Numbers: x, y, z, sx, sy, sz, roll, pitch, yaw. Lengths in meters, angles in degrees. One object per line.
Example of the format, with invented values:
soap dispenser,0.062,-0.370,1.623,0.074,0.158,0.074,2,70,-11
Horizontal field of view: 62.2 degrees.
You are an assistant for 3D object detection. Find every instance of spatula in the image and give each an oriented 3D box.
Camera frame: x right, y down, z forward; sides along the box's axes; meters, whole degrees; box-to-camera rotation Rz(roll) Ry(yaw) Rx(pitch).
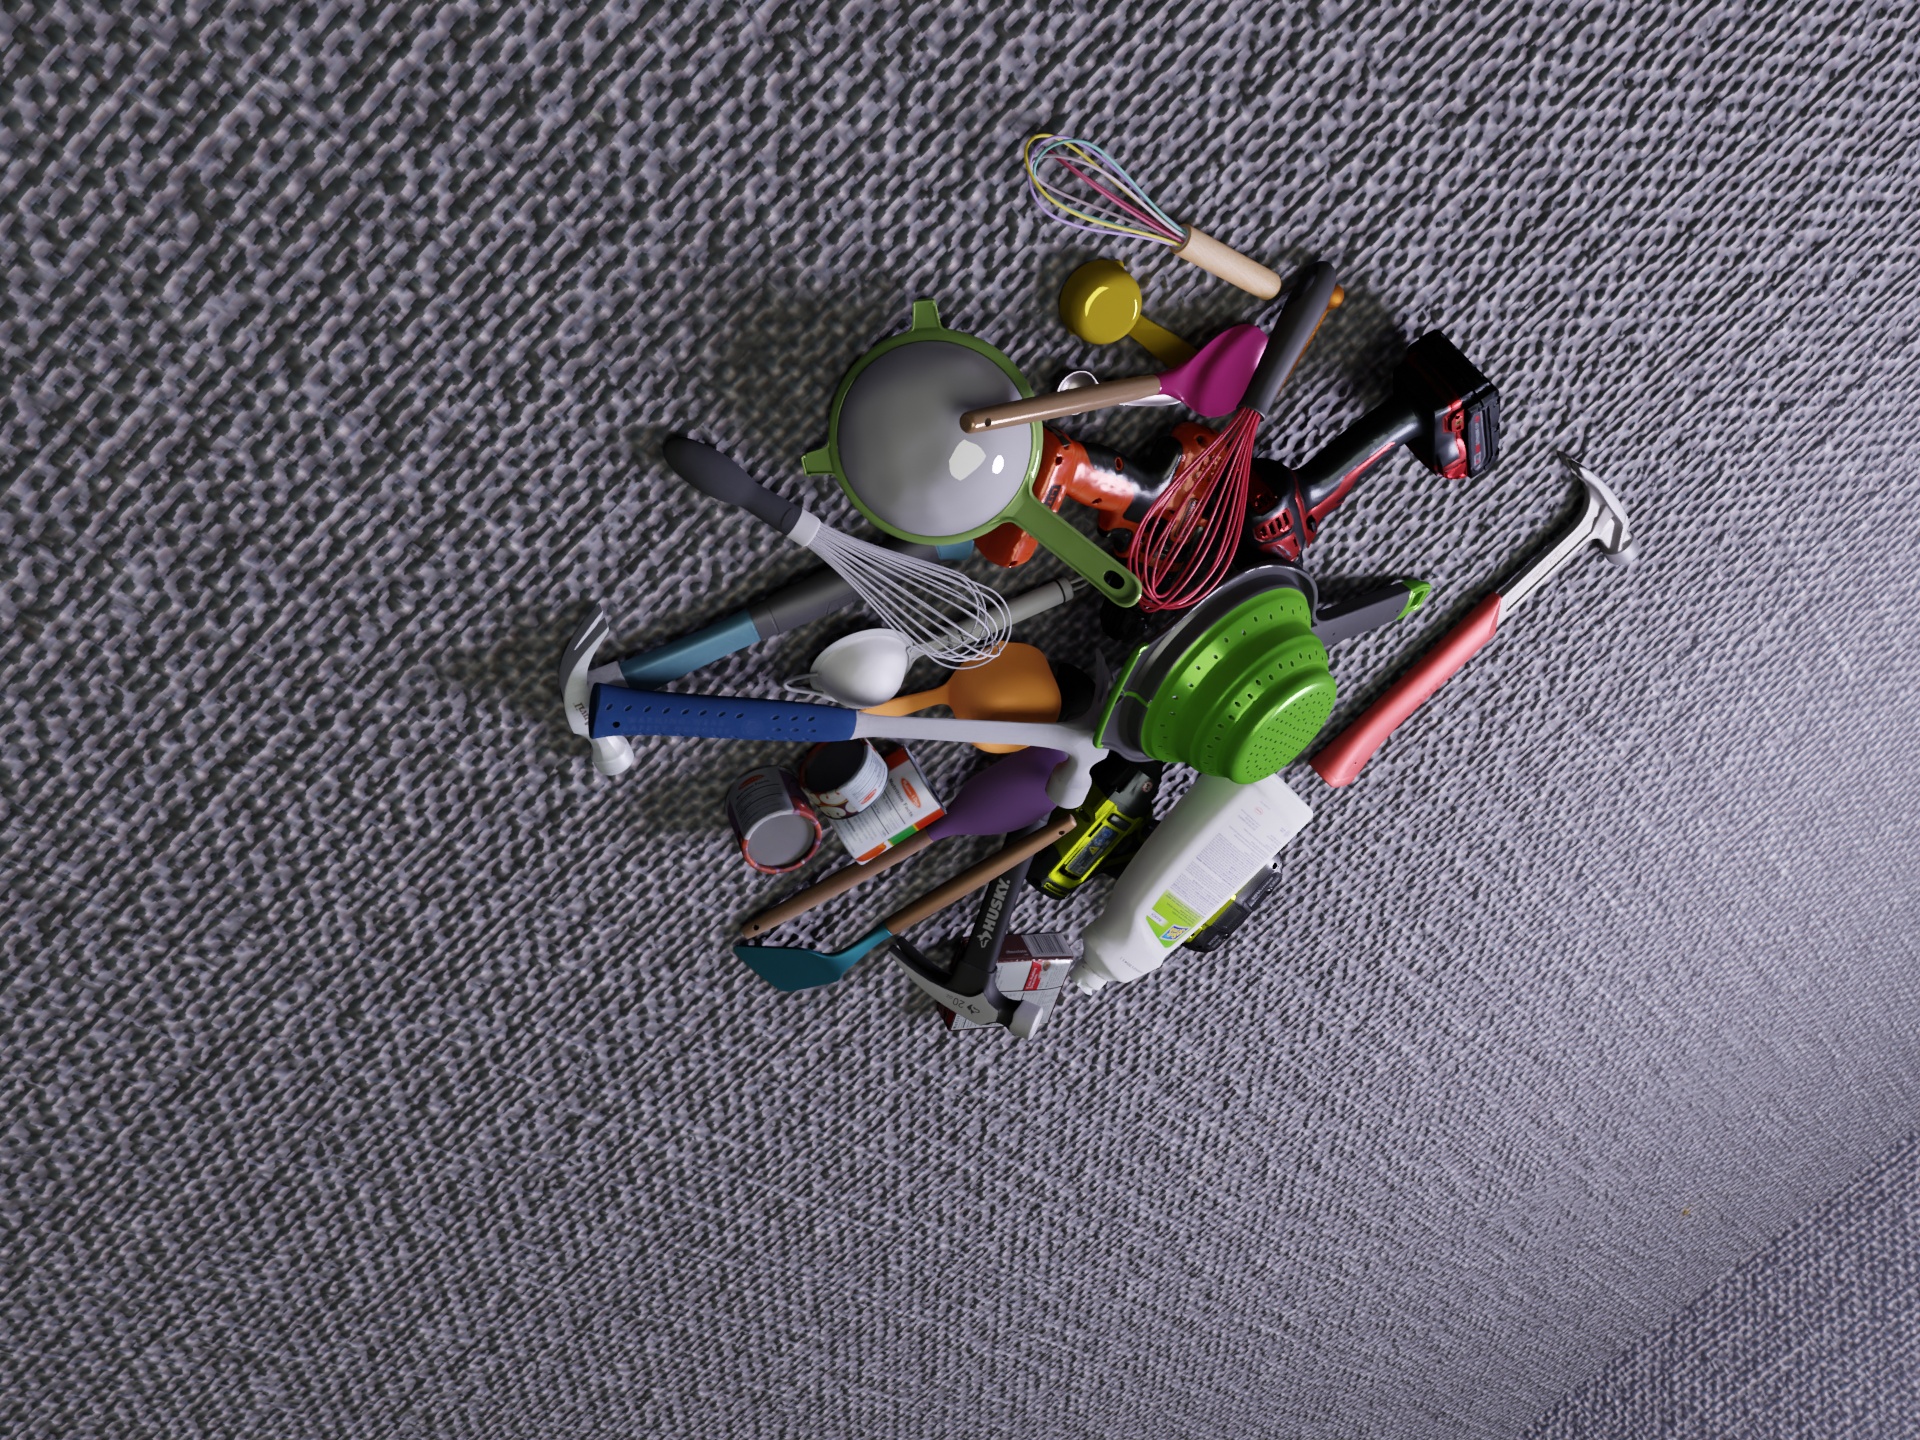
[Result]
spatula,-0.047,0.109,1.339,0.316,0.018,0.060,-28,94,8
spatula,-0.043,0.155,1.357,0.317,0.044,0.082,-30,131,10

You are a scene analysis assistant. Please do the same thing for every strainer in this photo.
strainer,0.021,-0.154,1.084,0.256,0.069,0.151,37,109,-6
strainer,-0.012,-0.062,1.242,0.258,0.050,0.086,-24,147,-11

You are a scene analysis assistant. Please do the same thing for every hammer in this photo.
hammer,0.045,0.107,1.369,0.146,0.035,0.334,22,110,12
hammer,0.457,-0.077,1.455,0.359,0.037,0.149,-45,131,11
hammer,-0.070,-0.001,1.191,0.405,0.035,0.144,3,130,-21
hammer,-0.140,-0.076,1.174,0.331,0.033,0.128,-25,133,-6

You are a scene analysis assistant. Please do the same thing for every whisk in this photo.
whisk,0.137,-0.345,1.097,0.244,0.047,0.051,13,130,-38
whisk,-0.083,-0.120,1.120,0.284,0.070,0.070,31,109,-21
whisk,0.204,-0.208,1.164,0.073,0.073,0.296,32,82,-39

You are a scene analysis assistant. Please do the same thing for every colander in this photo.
colander,0.285,-0.039,1.288,0.397,0.095,0.204,-19,144,-37

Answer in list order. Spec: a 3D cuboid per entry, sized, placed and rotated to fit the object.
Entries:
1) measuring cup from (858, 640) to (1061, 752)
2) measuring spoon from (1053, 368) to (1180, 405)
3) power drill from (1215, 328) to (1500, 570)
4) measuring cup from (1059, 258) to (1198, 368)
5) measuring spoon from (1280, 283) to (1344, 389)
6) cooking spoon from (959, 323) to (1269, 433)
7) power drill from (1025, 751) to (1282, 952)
measuring cup,-0.002,-0.004,1.271,0.173,0.052,0.095,-15,141,-13
measuring spoon,0.120,-0.246,1.183,0.124,0.018,0.034,-6,126,-30
power drill,0.311,-0.184,1.264,0.226,0.080,0.187,-34,152,2
measuring cup,0.138,-0.277,1.152,0.156,0.029,0.062,24,112,-35
measuring spoon,0.257,-0.281,1.219,0.021,0.011,0.117,18,116,-35
cooking spoon,0.118,-0.233,1.118,0.319,0.017,0.068,-20,128,-40
power drill,0.182,0.113,1.445,0.223,0.080,0.171,29,109,-35
